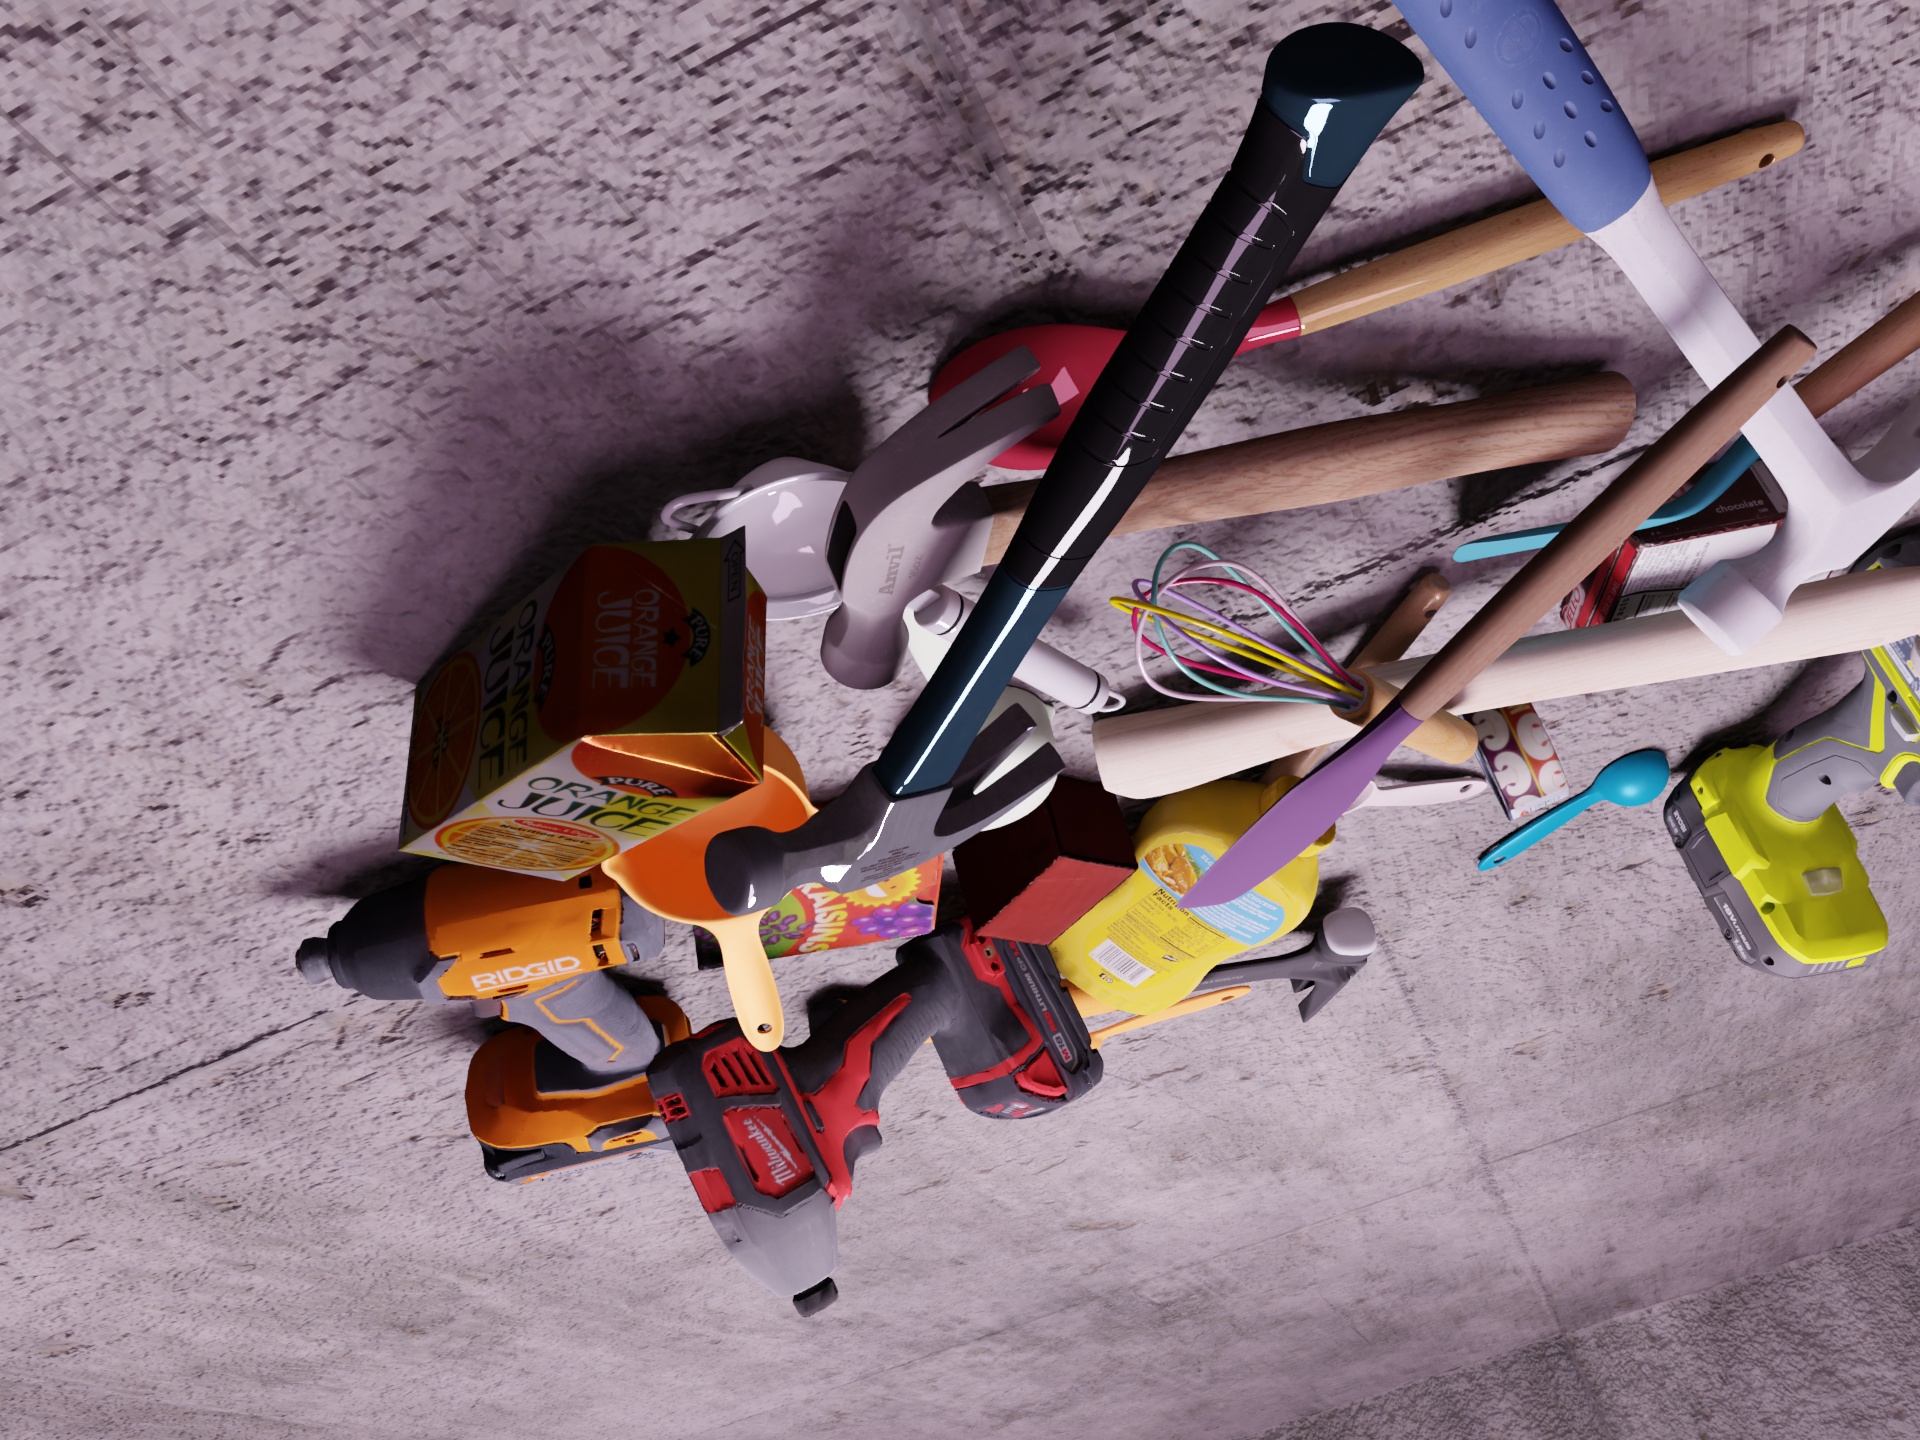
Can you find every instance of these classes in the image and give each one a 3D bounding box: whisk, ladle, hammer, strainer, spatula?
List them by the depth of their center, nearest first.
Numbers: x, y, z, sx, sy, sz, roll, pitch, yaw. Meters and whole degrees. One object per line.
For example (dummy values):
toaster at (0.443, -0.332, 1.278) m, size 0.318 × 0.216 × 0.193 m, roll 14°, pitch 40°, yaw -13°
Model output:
hammer at (0.030, -0.057, 0.491) m, size 0.128 × 0.033 × 0.330 m, roll -11°, pitch 145°, yaw -42°
hammer at (0.218, -0.164, 0.507) m, size 0.405 × 0.035 × 0.144 m, roll 32°, pitch 111°, yaw -36°
ladle at (0.142, -0.151, 0.559) m, size 0.315 × 0.031 × 0.069 m, roll -19°, pitch 147°, yaw 3°
hammer at (0.111, -0.091, 0.579) m, size 0.331 × 0.031 × 0.130 m, roll -13°, pitch 148°, yaw -20°
spatula at (0.189, -0.022, 0.597) m, size 0.059 × 0.018 × 0.315 m, roll -1°, pitch 140°, yaw -42°
strainer at (-0.016, -0.047, 0.619) m, size 0.087 × 0.050 × 0.258 m, roll -33°, pitch 141°, yaw 29°
spatula at (0.339, -0.145, 0.621) m, size 0.317 × 0.044 × 0.082 m, roll -38°, pitch 170°, yaw 14°
whisk at (0.141, -0.018, 0.632) m, size 0.047 × 0.051 × 0.244 m, roll -19°, pitch 155°, yaw 39°
hammer at (0.260, -0.029, 0.711) m, size 0.410 × 0.038 × 0.146 m, roll -11°, pitch 144°, yaw 11°
hammer at (0.076, 0.169, 0.965) m, size 0.337 × 0.034 × 0.127 m, roll -6°, pitch 152°, yaw -9°

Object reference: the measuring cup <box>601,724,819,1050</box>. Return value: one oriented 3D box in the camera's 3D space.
measuring cup at (-0.104, 0.073, 0.713) m, size 0.095 × 0.052 × 0.173 m, roll -12°, pitch 126°, yaw -6°

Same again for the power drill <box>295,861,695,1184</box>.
power drill at (-0.218, 0.147, 0.793) m, size 0.164 × 0.084 × 0.226 m, roll -10°, pitch 141°, yaw -7°

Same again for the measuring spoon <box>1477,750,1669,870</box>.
measuring spoon at (0.362, 0.062, 0.940) m, size 0.042 × 0.021 × 0.128 m, roll 21°, pitch 131°, yaw -40°

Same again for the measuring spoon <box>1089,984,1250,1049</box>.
measuring spoon at (0.120, 0.180, 0.952) m, size 0.117 × 0.011 × 0.021 m, roll -23°, pitch 150°, yaw 20°

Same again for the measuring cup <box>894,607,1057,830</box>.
measuring cup at (-0.001, -0.002, 0.699) m, size 0.083 × 0.038 × 0.167 m, roll -17°, pitch 146°, yaw 3°

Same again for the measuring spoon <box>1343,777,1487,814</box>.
measuring spoon at (0.240, 0.035, 0.869) m, size 0.124 × 0.018 × 0.034 m, roll -1°, pitch 142°, yaw -30°

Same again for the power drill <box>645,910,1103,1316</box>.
power drill at (-0.039, 0.190, 0.806) m, size 0.219 × 0.143 × 0.078 m, roll -22°, pitch 173°, yaw -39°

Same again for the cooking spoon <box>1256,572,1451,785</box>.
cooking spoon at (0.165, 0.033, 0.830) m, size 0.068 × 0.017 × 0.318 m, roll 4°, pitch 142°, yaw -21°

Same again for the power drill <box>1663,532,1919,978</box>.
power drill at (0.475, 0.037, 0.823) m, size 0.080 × 0.171 × 0.223 m, roll -6°, pitch 148°, yaw -14°
